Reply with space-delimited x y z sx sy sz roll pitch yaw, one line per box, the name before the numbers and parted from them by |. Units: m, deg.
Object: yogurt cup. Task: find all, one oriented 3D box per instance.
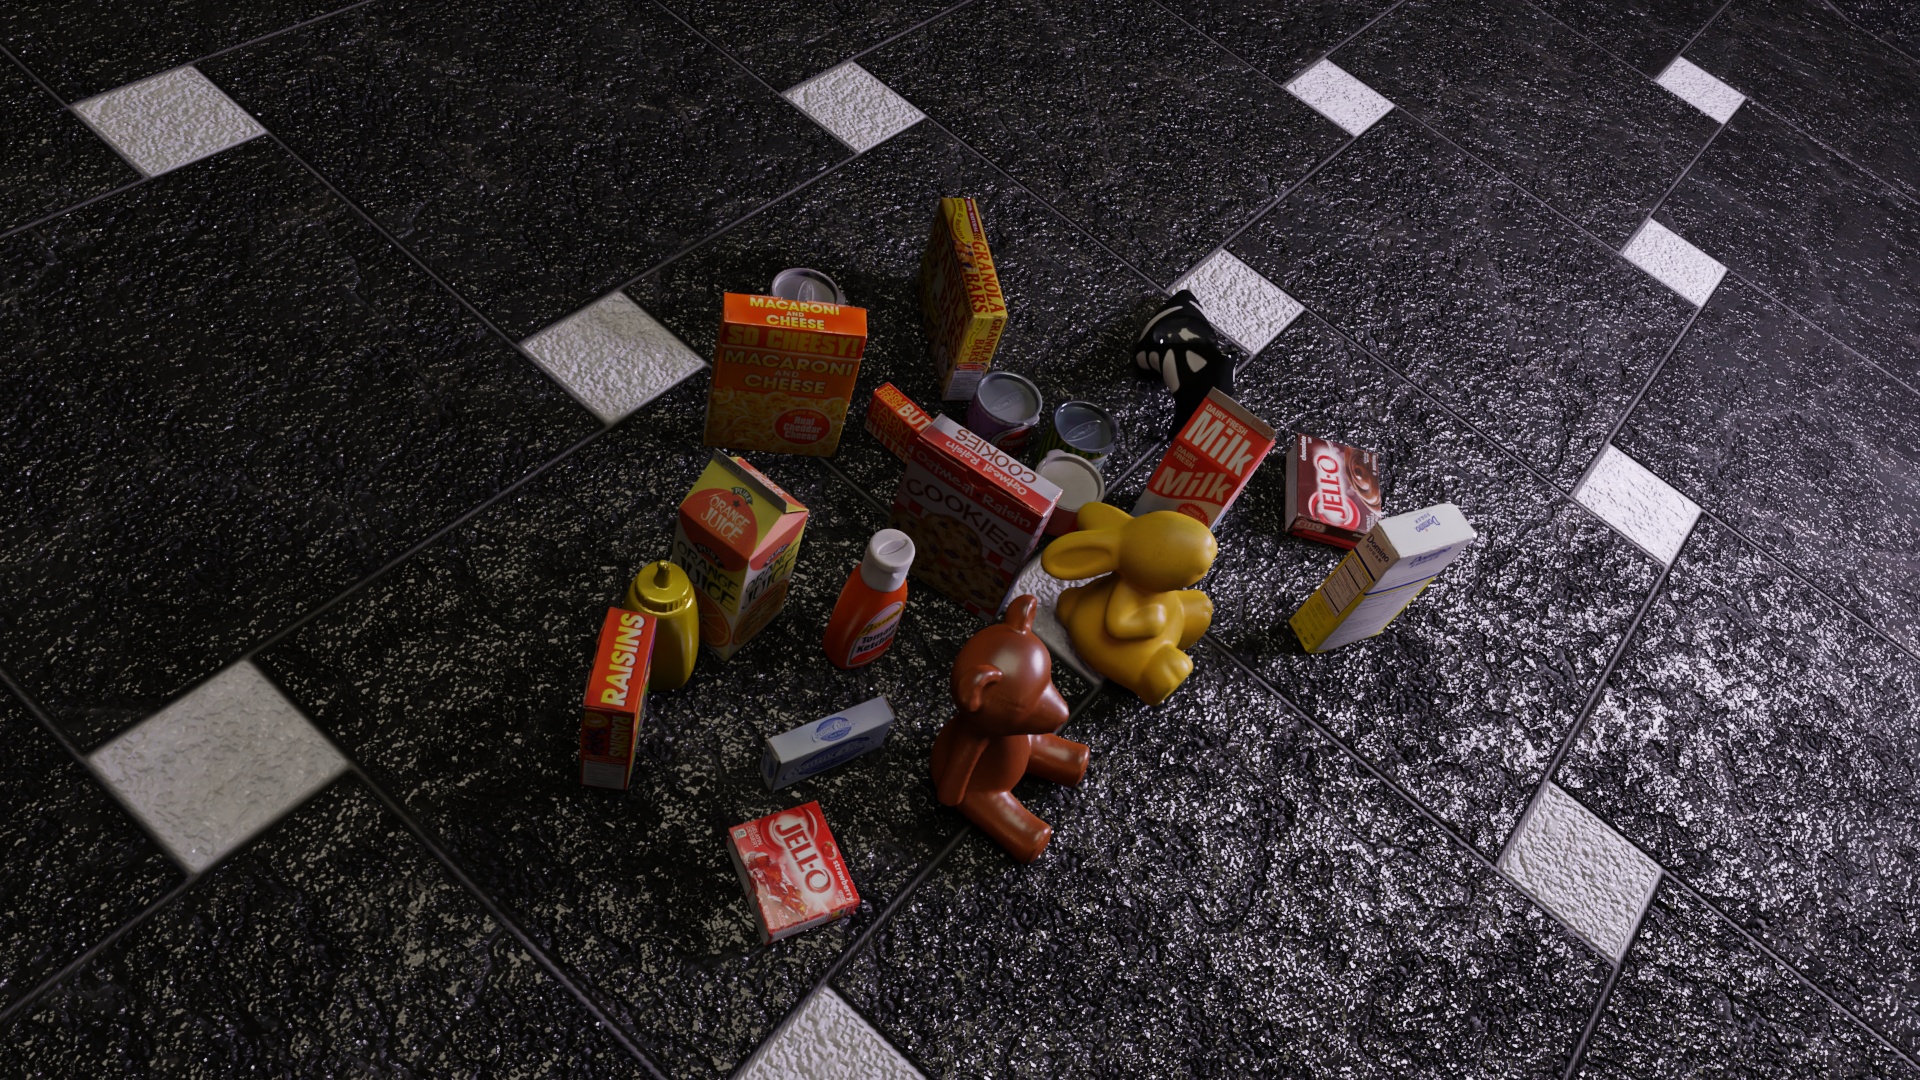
yogurt cup | 0.096 -0.040 1.311 0.072 0.053 0.073 9 52 -11

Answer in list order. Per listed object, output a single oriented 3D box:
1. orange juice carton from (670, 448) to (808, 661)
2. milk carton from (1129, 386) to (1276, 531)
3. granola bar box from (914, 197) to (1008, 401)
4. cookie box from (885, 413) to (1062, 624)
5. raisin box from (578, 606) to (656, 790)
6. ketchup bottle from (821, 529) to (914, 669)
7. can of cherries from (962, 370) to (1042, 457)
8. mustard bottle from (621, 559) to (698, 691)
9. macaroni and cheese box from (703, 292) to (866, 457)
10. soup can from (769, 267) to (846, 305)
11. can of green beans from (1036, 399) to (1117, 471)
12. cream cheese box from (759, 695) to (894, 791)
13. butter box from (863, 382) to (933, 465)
orange juice carton | -0.178 0.006 1.101 0.072 0.191 0.073 37 52 11
milk carton | 0.223 -0.060 1.278 0.072 0.189 0.074 36 52 11
granola bar box | -0.001 -0.240 1.386 0.039 0.123 0.166 -1 55 -18
cookie box | 0.004 -0.015 1.190 0.123 0.166 0.040 32 52 8
raisin box | -0.256 0.119 1.035 0.040 0.122 0.086 12 52 -9
ketchup bottle | -0.071 0.047 1.132 0.065 0.148 0.043 -27 66 -32
can of cherries | 0.041 -0.119 1.350 0.071 0.058 0.072 9 52 -11
mustard bottle | -0.230 0.059 1.066 0.065 0.159 0.049 10 52 -11
macaroni and cheese box | -0.159 -0.145 1.237 0.124 0.165 0.040 4 53 -15
soup can | -0.153 -0.209 1.340 0.071 0.083 0.072 9 52 -11
can of green beans | 0.113 -0.094 1.354 0.071 0.057 0.071 9 52 -11
cream cheese box | -0.106 0.160 1.097 0.104 0.053 0.024 -18 62 -28
butter box | -0.045 -0.098 1.310 0.103 0.052 0.024 42 53 15
